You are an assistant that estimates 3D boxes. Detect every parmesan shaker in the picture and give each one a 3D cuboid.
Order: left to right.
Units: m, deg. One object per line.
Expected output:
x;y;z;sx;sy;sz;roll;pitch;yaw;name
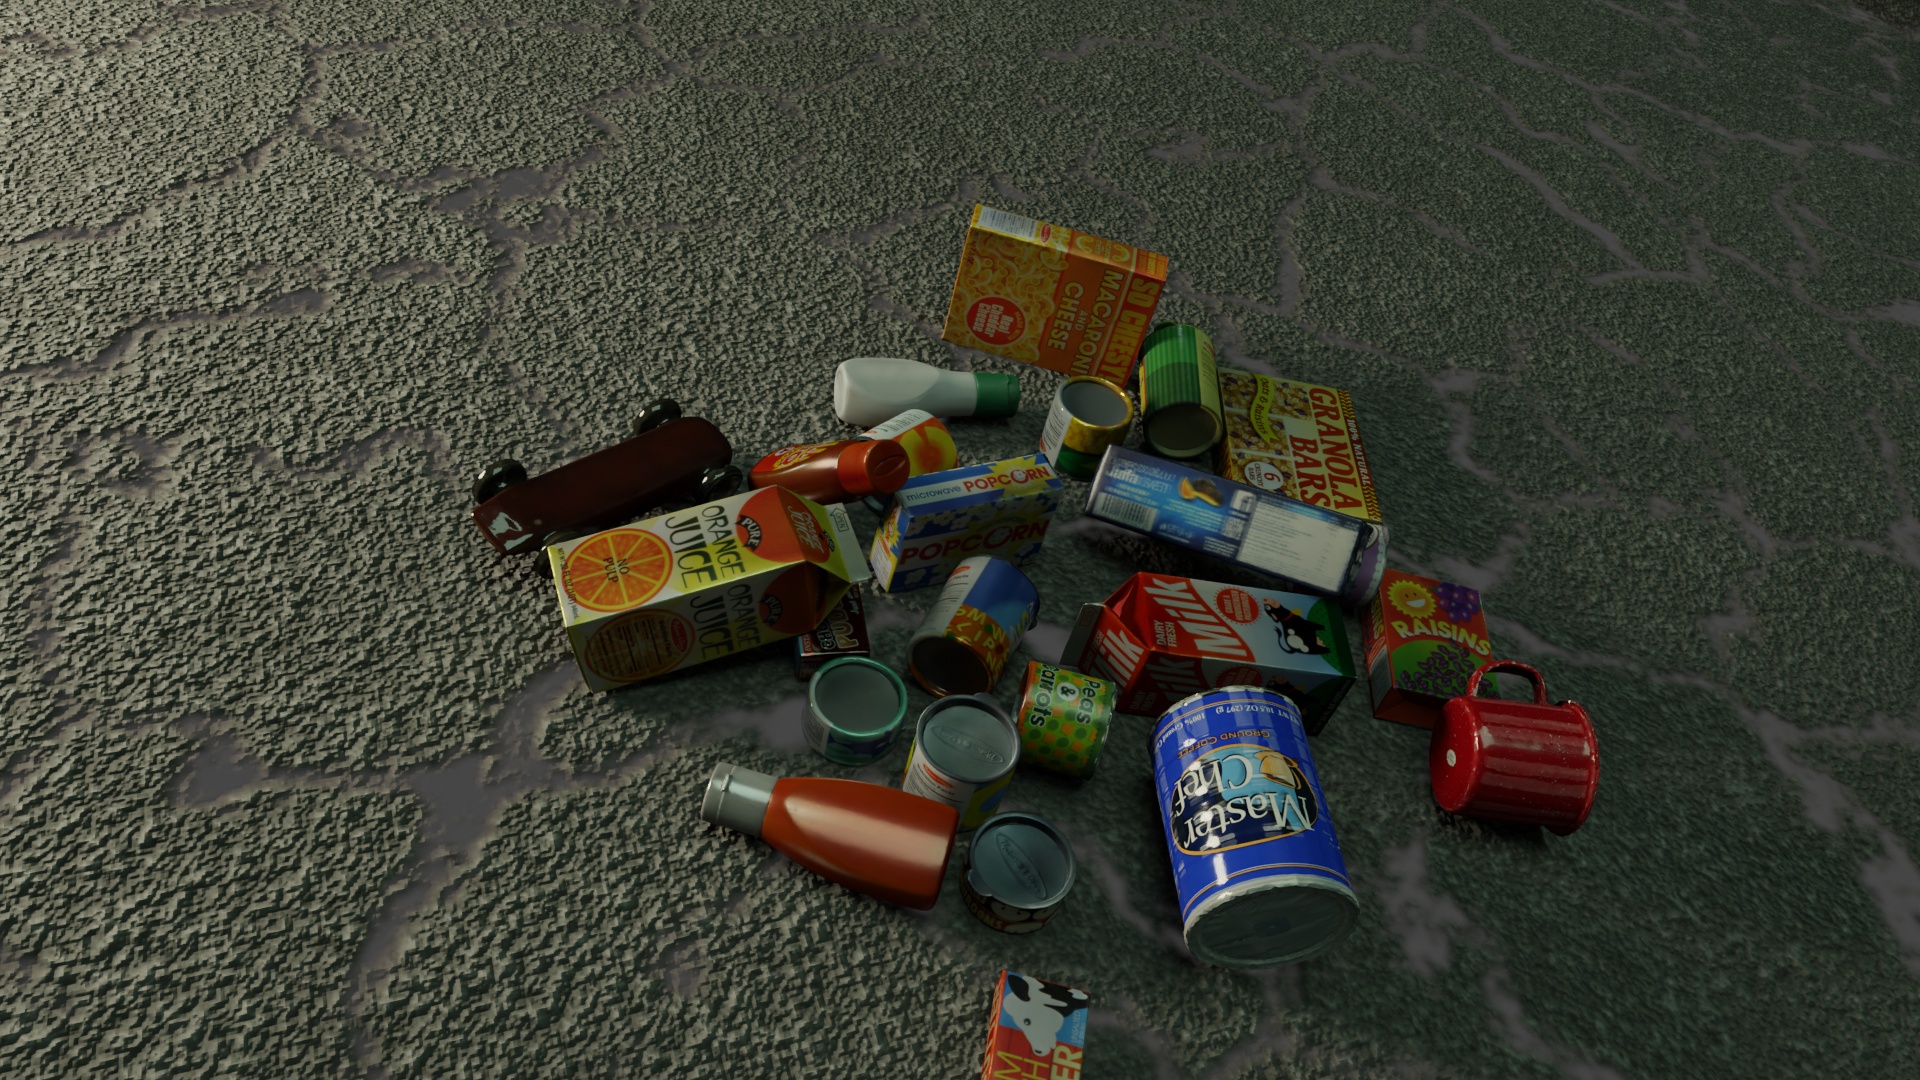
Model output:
0.184;-0.128;1.176;0.071;0.071;0.103;11;45;-6;parmesan shaker

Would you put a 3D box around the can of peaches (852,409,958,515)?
-0.043;-0.057;1.047;0.071;0.070;0.058;39;49;22;can of peaches

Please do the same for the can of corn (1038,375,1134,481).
0.104;-0.092;1.126;0.071;0.058;0.071;8;45;-8;can of corn

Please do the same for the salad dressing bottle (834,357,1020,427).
-0.026;-0.119;1.127;0.148;0.043;0.064;0;45;-18;salad dressing bottle

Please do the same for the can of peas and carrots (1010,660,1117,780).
0.065;0.115;0.904;0.059;0.070;0.071;16;45;0;can of peas and carrots

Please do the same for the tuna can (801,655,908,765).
-0.066;0.109;0.899;0.071;0.032;0.071;8;45;-8;tuna can

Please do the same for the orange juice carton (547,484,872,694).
-0.158;0.025;0.898;0.193;0.072;0.072;-16;50;-13;orange juice carton

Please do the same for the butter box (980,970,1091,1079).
0.038;0.291;0.758;0.053;0.024;0.104;16;45;-2;butter box

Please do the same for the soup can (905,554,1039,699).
0.011;0.062;0.945;0.071;0.071;0.084;25;46;8;soup can

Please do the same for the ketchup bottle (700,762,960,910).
-0.078;0.170;0.828;0.149;0.043;0.065;17;54;1;ketchup bottle

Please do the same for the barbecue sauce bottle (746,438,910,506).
-0.090;-0.047;0.975;0.065;0.043;0.148;-30;16;-32;barbecue sauce bottle

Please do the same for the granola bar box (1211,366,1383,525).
0.276;-0.071;1.169;0.124;0.038;0.166;9;45;-6;granola bar box

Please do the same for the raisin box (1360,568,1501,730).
0.350;0.082;1.041;0.086;0.039;0.124;12;44;-3;raisin box

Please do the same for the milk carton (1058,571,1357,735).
0.169;0.077;0.970;0.191;0.072;0.074;8;46;-9;milk carton

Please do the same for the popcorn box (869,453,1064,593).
0.004;-0.013;1.001;0.127;0.084;0.038;-12;52;-26;popcorn box

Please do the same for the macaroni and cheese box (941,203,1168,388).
0.079;-0.207;1.185;0.166;0.123;0.040;15;46;-2;macaroni and cheese box

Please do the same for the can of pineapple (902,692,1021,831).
0.001;0.139;0.871;0.071;0.057;0.071;8;45;-9;can of pineapple

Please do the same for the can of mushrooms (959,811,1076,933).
0.032;0.201;0.838;0.071;0.033;0.071;9;45;-9;can of mushrooms

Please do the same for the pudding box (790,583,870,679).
-0.092;0.054;0.947;0.050;0.030;0.084;-1;47;-15;pudding box

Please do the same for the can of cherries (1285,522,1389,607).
0.289;0.012;1.069;0.058;0.071;0.072;13;45;-4;can of cherries
